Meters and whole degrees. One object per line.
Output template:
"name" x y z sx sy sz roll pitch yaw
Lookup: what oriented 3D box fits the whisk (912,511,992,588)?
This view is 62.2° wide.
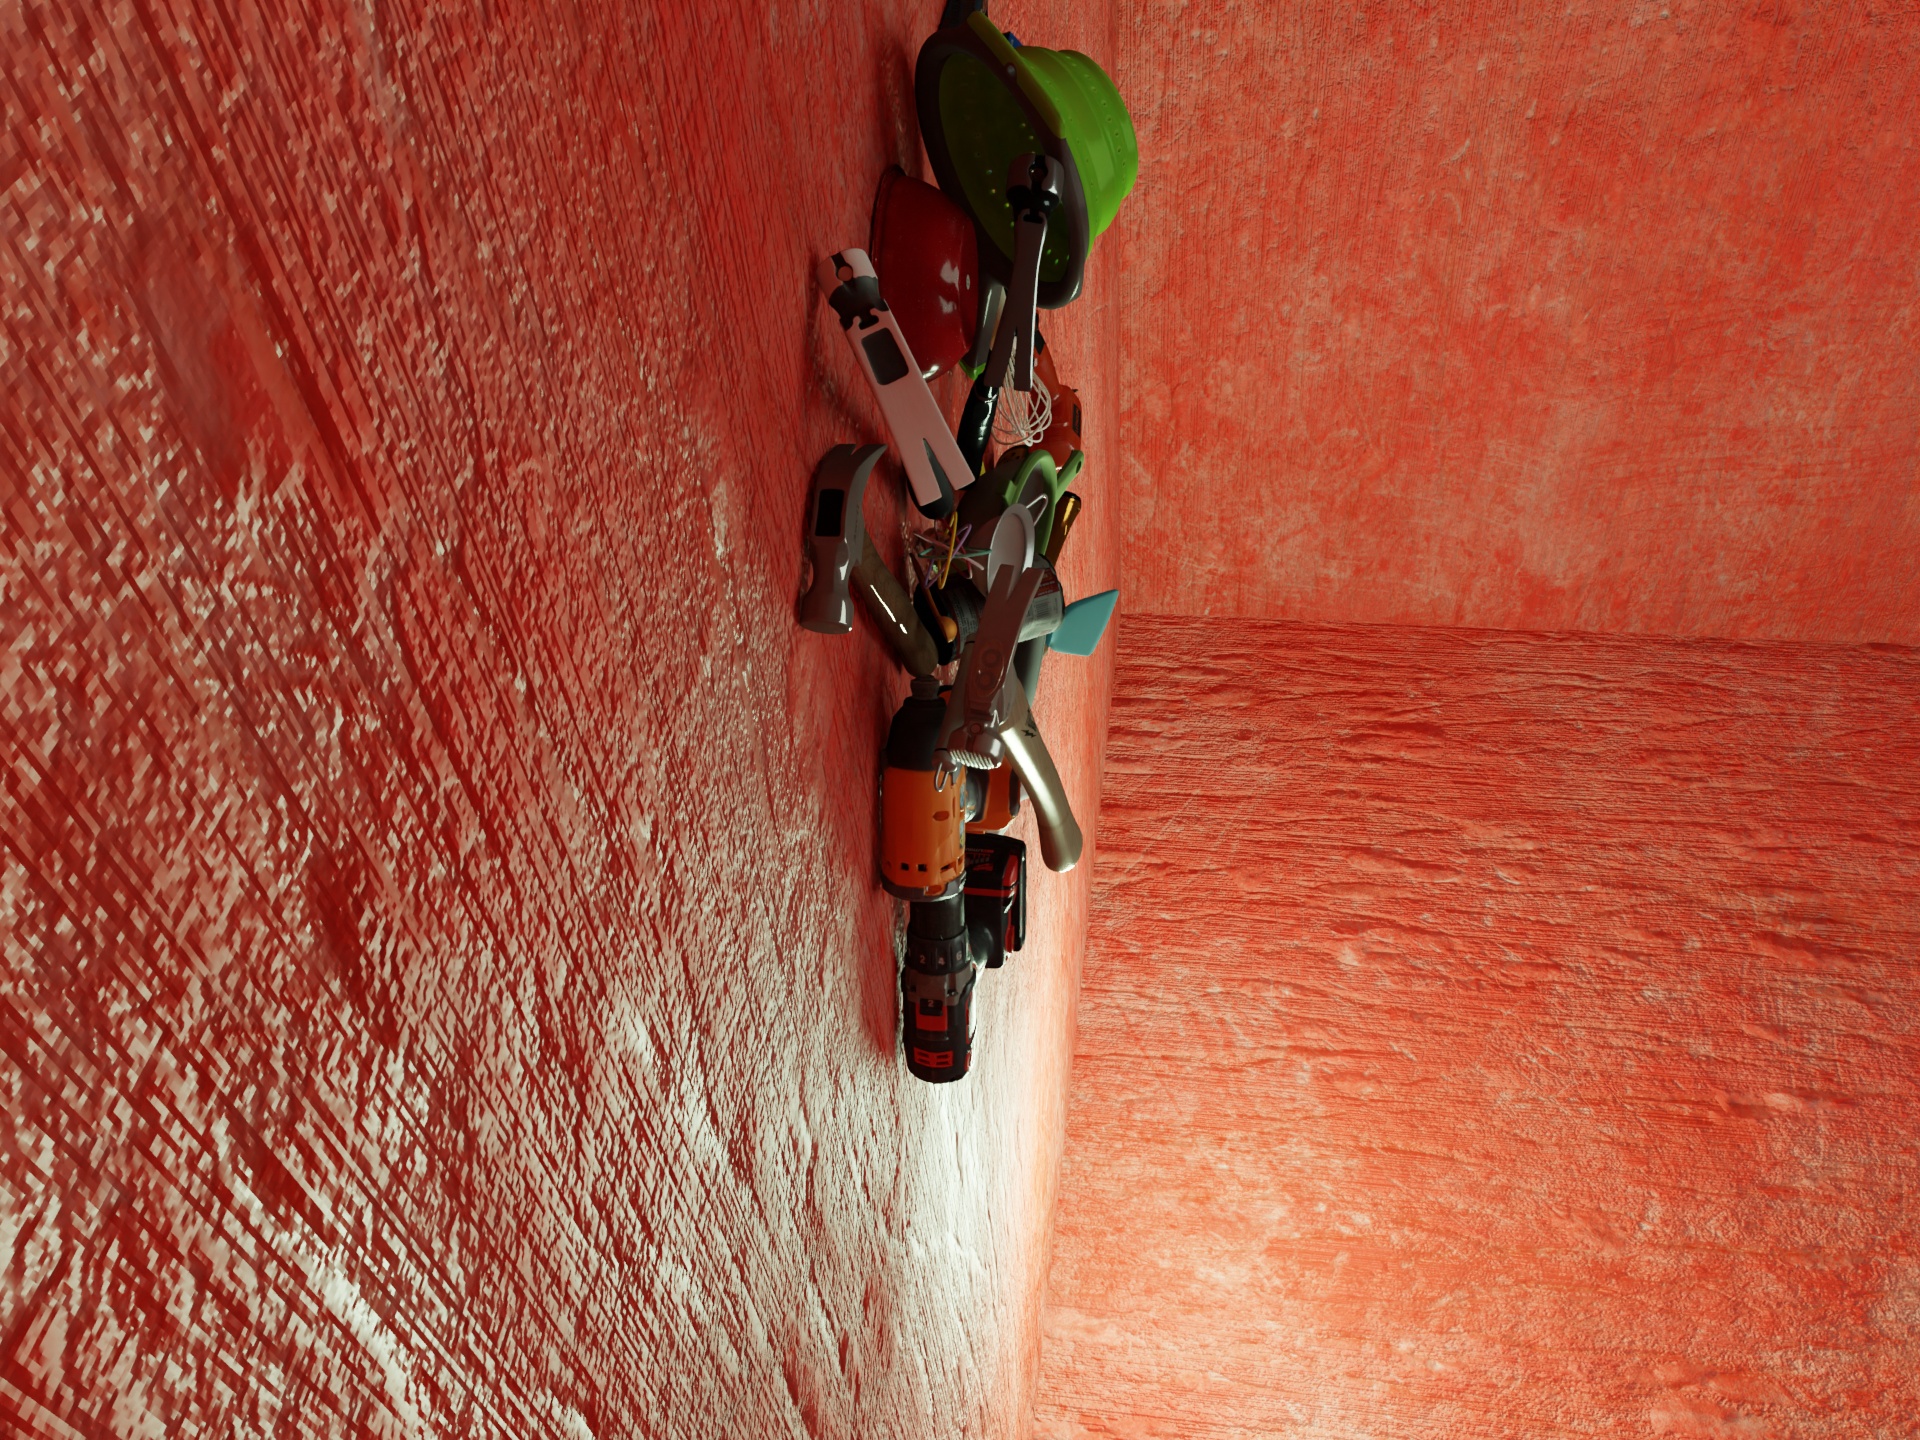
"whisk" -0.012 -0.129 1.158 0.245 0.051 0.047 -113 -175 -80

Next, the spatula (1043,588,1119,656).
"spatula" 0.081 -0.059 1.550 0.317 0.044 0.082 -44 159 -60

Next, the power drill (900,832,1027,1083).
"power drill" -0.001 0.173 1.353 0.227 0.080 0.187 -61 152 -64

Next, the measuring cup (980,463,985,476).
"measuring cup" 0.013 -0.210 1.500 0.062 0.029 0.156 -71 150 -55

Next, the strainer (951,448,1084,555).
"strainer" 0.049 -0.201 1.467 0.256 0.069 0.151 -56 156 -53

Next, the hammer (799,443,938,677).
"hammer" -0.052 -0.086 1.069 0.331 0.031 0.130 57 38 -76

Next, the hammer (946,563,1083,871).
"hammer" 0.060 0.027 1.253 0.410 0.038 0.146 63 39 -66

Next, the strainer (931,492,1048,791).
"strainer" 0.012 -0.063 1.158 0.086 0.050 0.259 64 36 -55

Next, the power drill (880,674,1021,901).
"power drill" -0.008 0.033 1.242 0.226 0.084 0.164 -40 132 -73

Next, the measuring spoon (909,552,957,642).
"measuring spoon" -0.020 -0.094 1.174 0.117 0.011 0.021 -114 -175 -52

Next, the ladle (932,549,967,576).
"ladle" -0.002 -0.004 1.389 0.062 0.078 0.320 -18 129 -34

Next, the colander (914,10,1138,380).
"colander" 0.052 -0.382 1.207 0.204 0.094 0.397 55 -14 11

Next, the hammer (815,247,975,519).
"hammer" -0.029 -0.182 1.049 0.334 0.035 0.146 58 7 -83

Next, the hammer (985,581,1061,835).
"hammer" 0.051 -0.006 1.443 0.128 0.033 0.330 -51 160 -39

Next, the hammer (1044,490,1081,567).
"hammer" 0.063 -0.104 1.599 0.127 0.034 0.337 82 25 -50

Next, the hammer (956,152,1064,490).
"hammer" 0.023 -0.251 1.189 0.409 0.036 0.149 117 -20 -78

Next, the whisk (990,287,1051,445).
"whisk" 0.039 -0.326 1.401 0.057 0.059 0.247 42 28 -42
